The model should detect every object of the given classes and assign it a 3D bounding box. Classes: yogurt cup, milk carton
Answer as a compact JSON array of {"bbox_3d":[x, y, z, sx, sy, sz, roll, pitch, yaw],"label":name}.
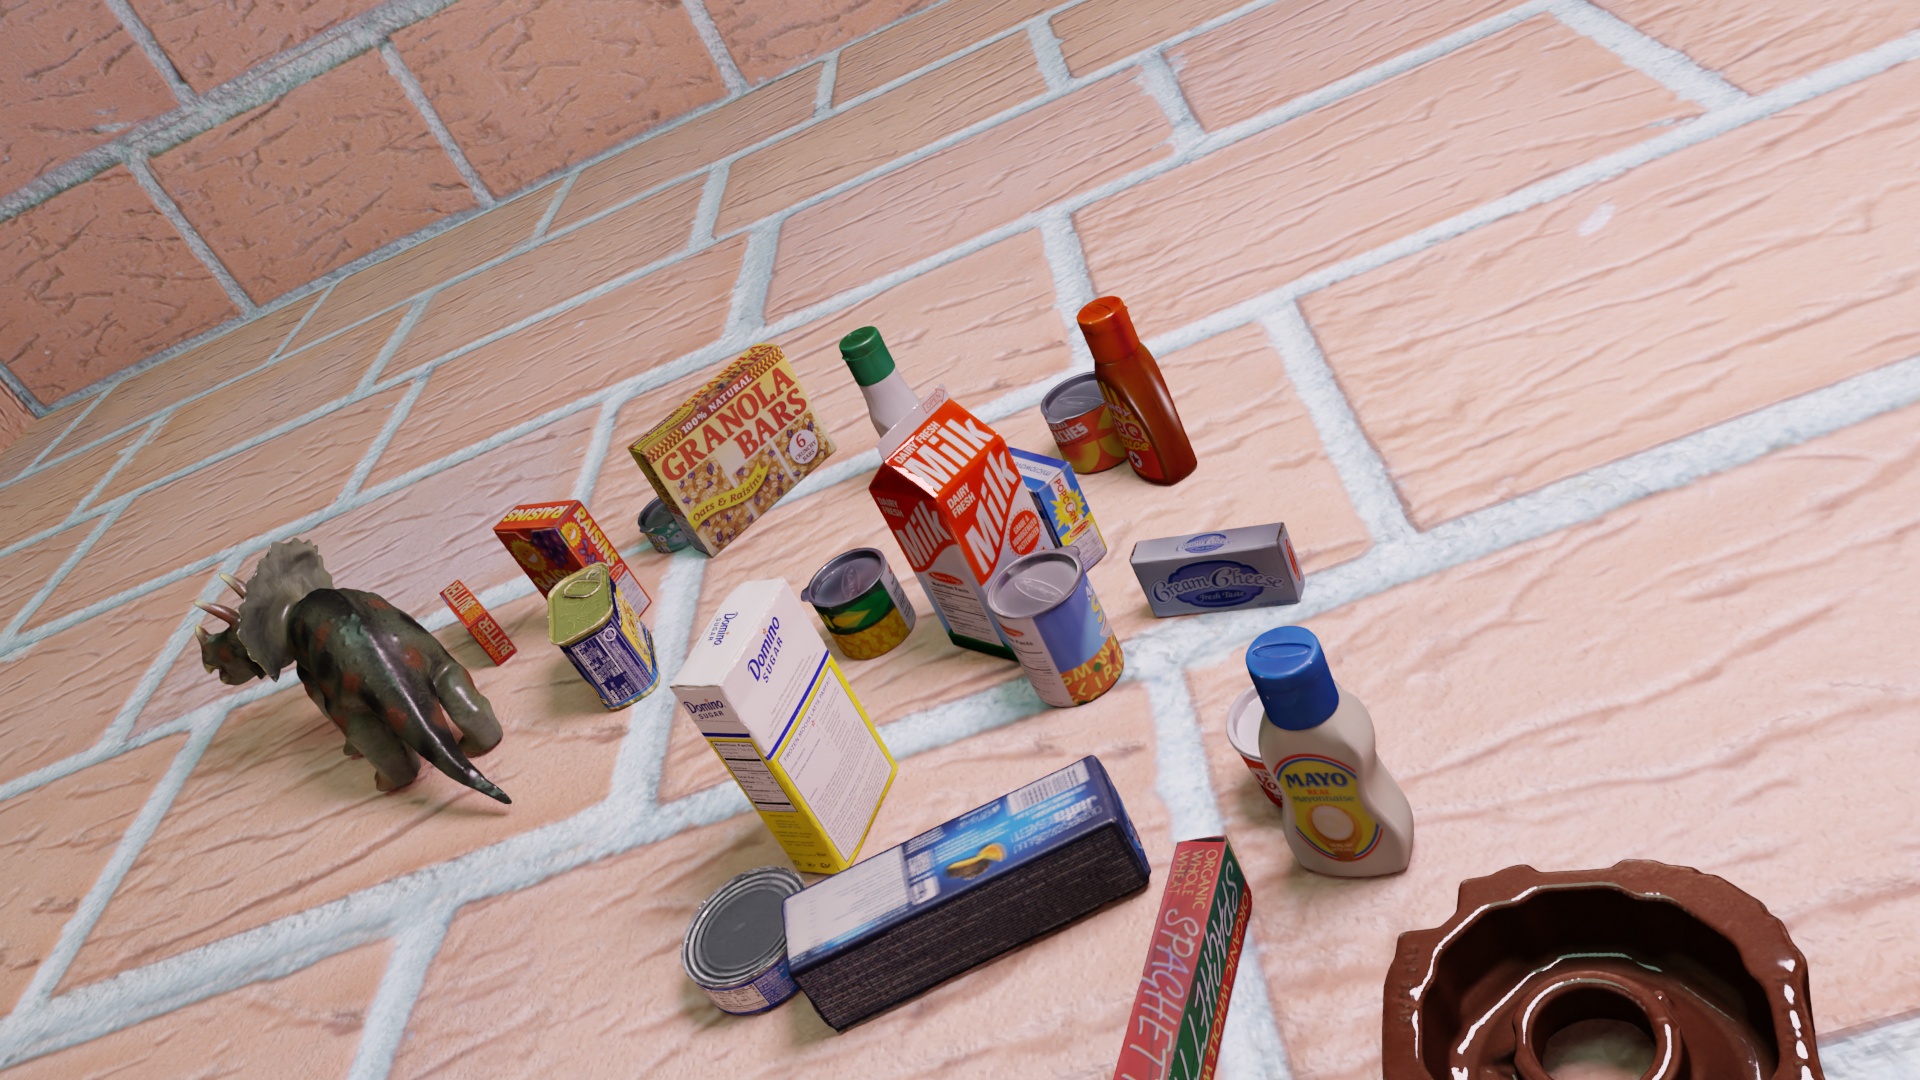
[{"bbox_3d":[0.187,0.113,0.770,0.072,0.053,0.073,-20,32,13],"label":"yogurt cup"},{"bbox_3d":[0.003,-0.012,0.958,0.073,0.189,0.072,11,48,46],"label":"milk carton"}]

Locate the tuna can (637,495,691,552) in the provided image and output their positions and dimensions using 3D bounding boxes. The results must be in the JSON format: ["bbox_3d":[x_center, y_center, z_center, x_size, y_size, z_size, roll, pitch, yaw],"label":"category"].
[{"bbox_3d":[-0.273,-0.019,1.326,0.071,0.032,0.071,-19,32,13],"label":"tuna can"}]

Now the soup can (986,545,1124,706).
[{"bbox_3d":[0.066,0.056,0.914,0.071,0.083,0.072,-20,32,13],"label":"soup can"}]

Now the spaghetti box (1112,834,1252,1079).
[{"bbox_3d":[0.095,0.251,0.644,0.028,0.050,0.251,-7,37,30],"label":"spaghetti box"}]

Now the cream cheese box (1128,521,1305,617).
[{"bbox_3d":[0.169,0.020,0.917,0.103,0.053,0.024,-8,37,29],"label":"cream cheese box"}]

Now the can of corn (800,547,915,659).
[{"bbox_3d":[-0.077,0.049,1.056,0.071,0.058,0.071,-20,32,13],"label":"can of corn"}]

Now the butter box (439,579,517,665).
[{"bbox_3d":[-0.454,0.076,1.306,0.024,0.053,0.103,-39,33,-18],"label":"butter box"}]

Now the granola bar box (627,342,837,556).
[{"bbox_3d":[-0.209,-0.086,1.287,0.166,0.123,0.039,-44,35,-25],"label":"granola bar box"}]

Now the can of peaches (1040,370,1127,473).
[{"bbox_3d":[0.104,-0.094,1.127,0.071,0.058,0.071,-20,32,13],"label":"can of peaches"}]

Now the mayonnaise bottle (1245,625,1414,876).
[{"bbox_3d":[0.180,0.107,0.694,0.064,0.147,0.041,-7,37,30],"label":"mayonnaise bottle"}]

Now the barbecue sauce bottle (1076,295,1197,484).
[{"bbox_3d":[0.131,-0.114,1.049,0.044,0.148,0.065,-35,32,-12],"label":"barbecue sauce bottle"}]

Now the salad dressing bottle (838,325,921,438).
[{"bbox_3d":[-0.056,-0.113,1.190,0.044,0.147,0.064,-39,33,-17],"label":"salad dressing bottle"}]

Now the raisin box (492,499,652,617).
[{"bbox_3d":[-0.344,0.023,1.232,0.086,0.123,0.040,-3,40,35],"label":"raisin box"}]

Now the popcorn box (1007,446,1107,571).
[{"bbox_3d":[0.045,-0.027,1.048,0.038,0.085,0.127,-42,34,-22],"label":"popcorn box"}]
